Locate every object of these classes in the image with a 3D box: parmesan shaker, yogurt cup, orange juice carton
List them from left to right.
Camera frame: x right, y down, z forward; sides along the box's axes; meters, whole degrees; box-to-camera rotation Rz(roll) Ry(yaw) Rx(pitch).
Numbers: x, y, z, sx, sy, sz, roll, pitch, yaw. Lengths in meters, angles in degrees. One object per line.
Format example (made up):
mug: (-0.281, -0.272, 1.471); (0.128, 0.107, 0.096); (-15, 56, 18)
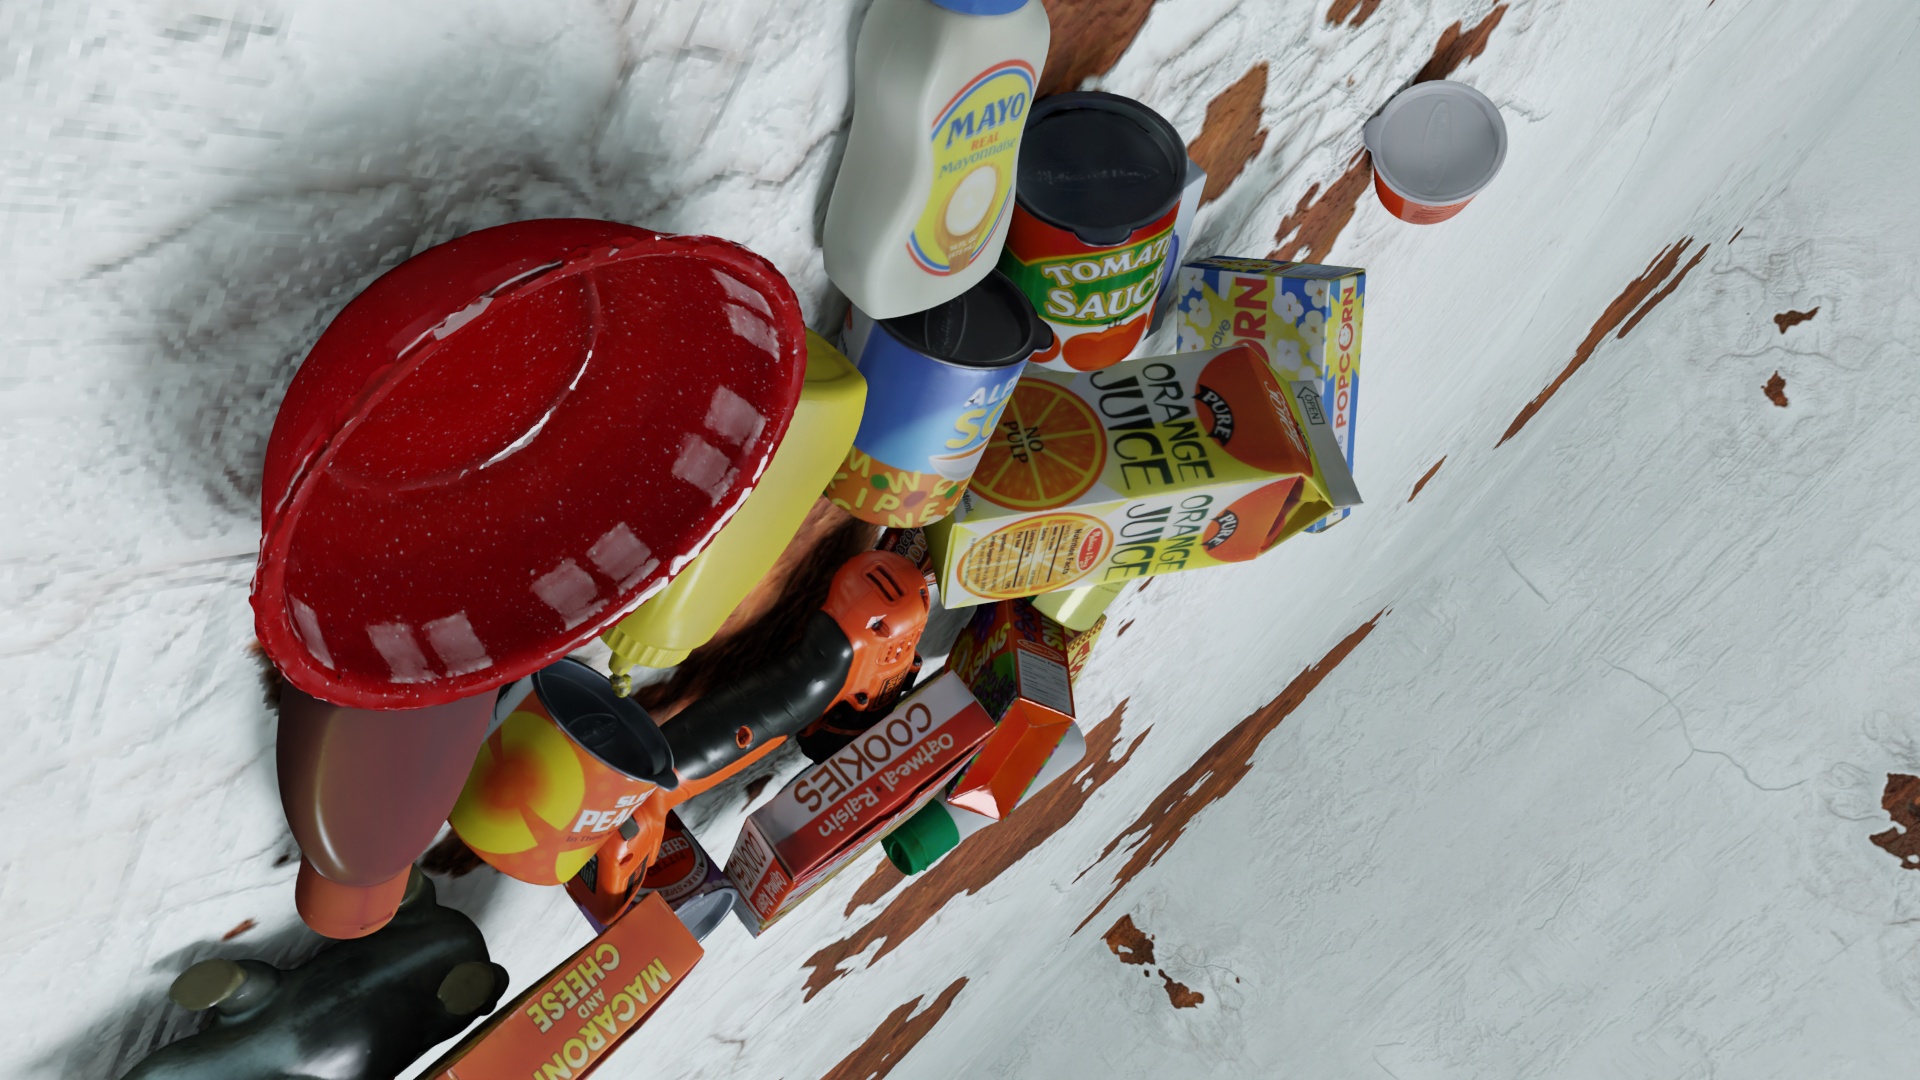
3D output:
parmesan shaker: (0.076, -0.010, 0.777); (0.102, 0.071, 0.071); (-51, 159, 19)
orange juice carton: (0.079, -0.031, 0.614); (0.193, 0.072, 0.072); (-9, 149, -11)
yogurt cup: (0.252, -0.204, 0.744); (0.072, 0.072, 0.054); (-46, 167, 2)

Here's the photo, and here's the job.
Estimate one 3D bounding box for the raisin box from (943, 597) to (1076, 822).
raisin box: (0.024, 0.084, 0.790); (0.085, 0.040, 0.124); (-60, -163, 30)

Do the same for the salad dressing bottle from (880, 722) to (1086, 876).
salad dressing bottle: (0.015, 0.162, 0.902); (0.148, 0.044, 0.064); (-31, 158, -29)

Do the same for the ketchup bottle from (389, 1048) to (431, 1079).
ketchup bottle: (-0.285, 0.242, 0.595); (0.149, 0.043, 0.064); (-37, 164, -20)

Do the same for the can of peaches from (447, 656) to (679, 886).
can of peaches: (-0.150, 0.087, 0.519); (0.058, 0.071, 0.071); (-46, 160, 6)

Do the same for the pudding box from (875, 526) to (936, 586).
pudding box: (0.002, -0.009, 0.685); (0.084, 0.030, 0.049); (-16, 146, -53)

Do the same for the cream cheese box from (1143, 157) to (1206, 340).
cream cheese box: (0.073, -0.121, 0.614); (0.053, 0.024, 0.103); (-37, 159, -23)

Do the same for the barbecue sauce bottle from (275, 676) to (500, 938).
barbecue sauce bottle: (-0.194, 0.079, 0.460); (0.065, 0.044, 0.147); (-22, 151, -45)

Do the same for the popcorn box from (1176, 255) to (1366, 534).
popcorn box: (0.151, -0.074, 0.692); (0.038, 0.085, 0.126); (-20, 116, -43)

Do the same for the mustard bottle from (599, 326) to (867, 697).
mustard bottle: (-0.093, -0.003, 0.487); (0.065, 0.049, 0.159); (-13, 143, -57)

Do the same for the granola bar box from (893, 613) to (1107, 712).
granola bar box: (0.014, 0.111, 0.924); (0.166, 0.039, 0.123); (-34, 158, -27)

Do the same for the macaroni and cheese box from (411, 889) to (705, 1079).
macaroni and cheese box: (-0.197, 0.227, 0.583); (0.165, 0.040, 0.124); (-39, 179, 31)

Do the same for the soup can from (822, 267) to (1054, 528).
soup can: (-0.014, -0.054, 0.507); (0.071, 0.071, 0.083); (-26, 153, -40)

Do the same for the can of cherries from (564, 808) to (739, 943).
can of cherries: (-0.154, 0.173, 0.694); (0.072, 0.058, 0.071); (-37, 158, -18)

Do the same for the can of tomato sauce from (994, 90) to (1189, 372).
can of tomato sauce: (0.046, -0.110, 0.514); (0.071, 0.071, 0.082); (-37, 159, -19)

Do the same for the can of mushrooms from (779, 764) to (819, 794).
can of mushrooms: (-0.085, 0.165, 0.846); (0.071, 0.033, 0.070); (-39, 158, -18)

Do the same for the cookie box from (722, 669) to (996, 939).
cookie box: (-0.057, 0.139, 0.706); (0.123, 0.040, 0.166); (-34, 169, -26)

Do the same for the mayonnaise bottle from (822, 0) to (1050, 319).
mayonnaise bottle: (-0.004, -0.135, 0.415); (0.065, 0.041, 0.147); (-30, 156, -30)
